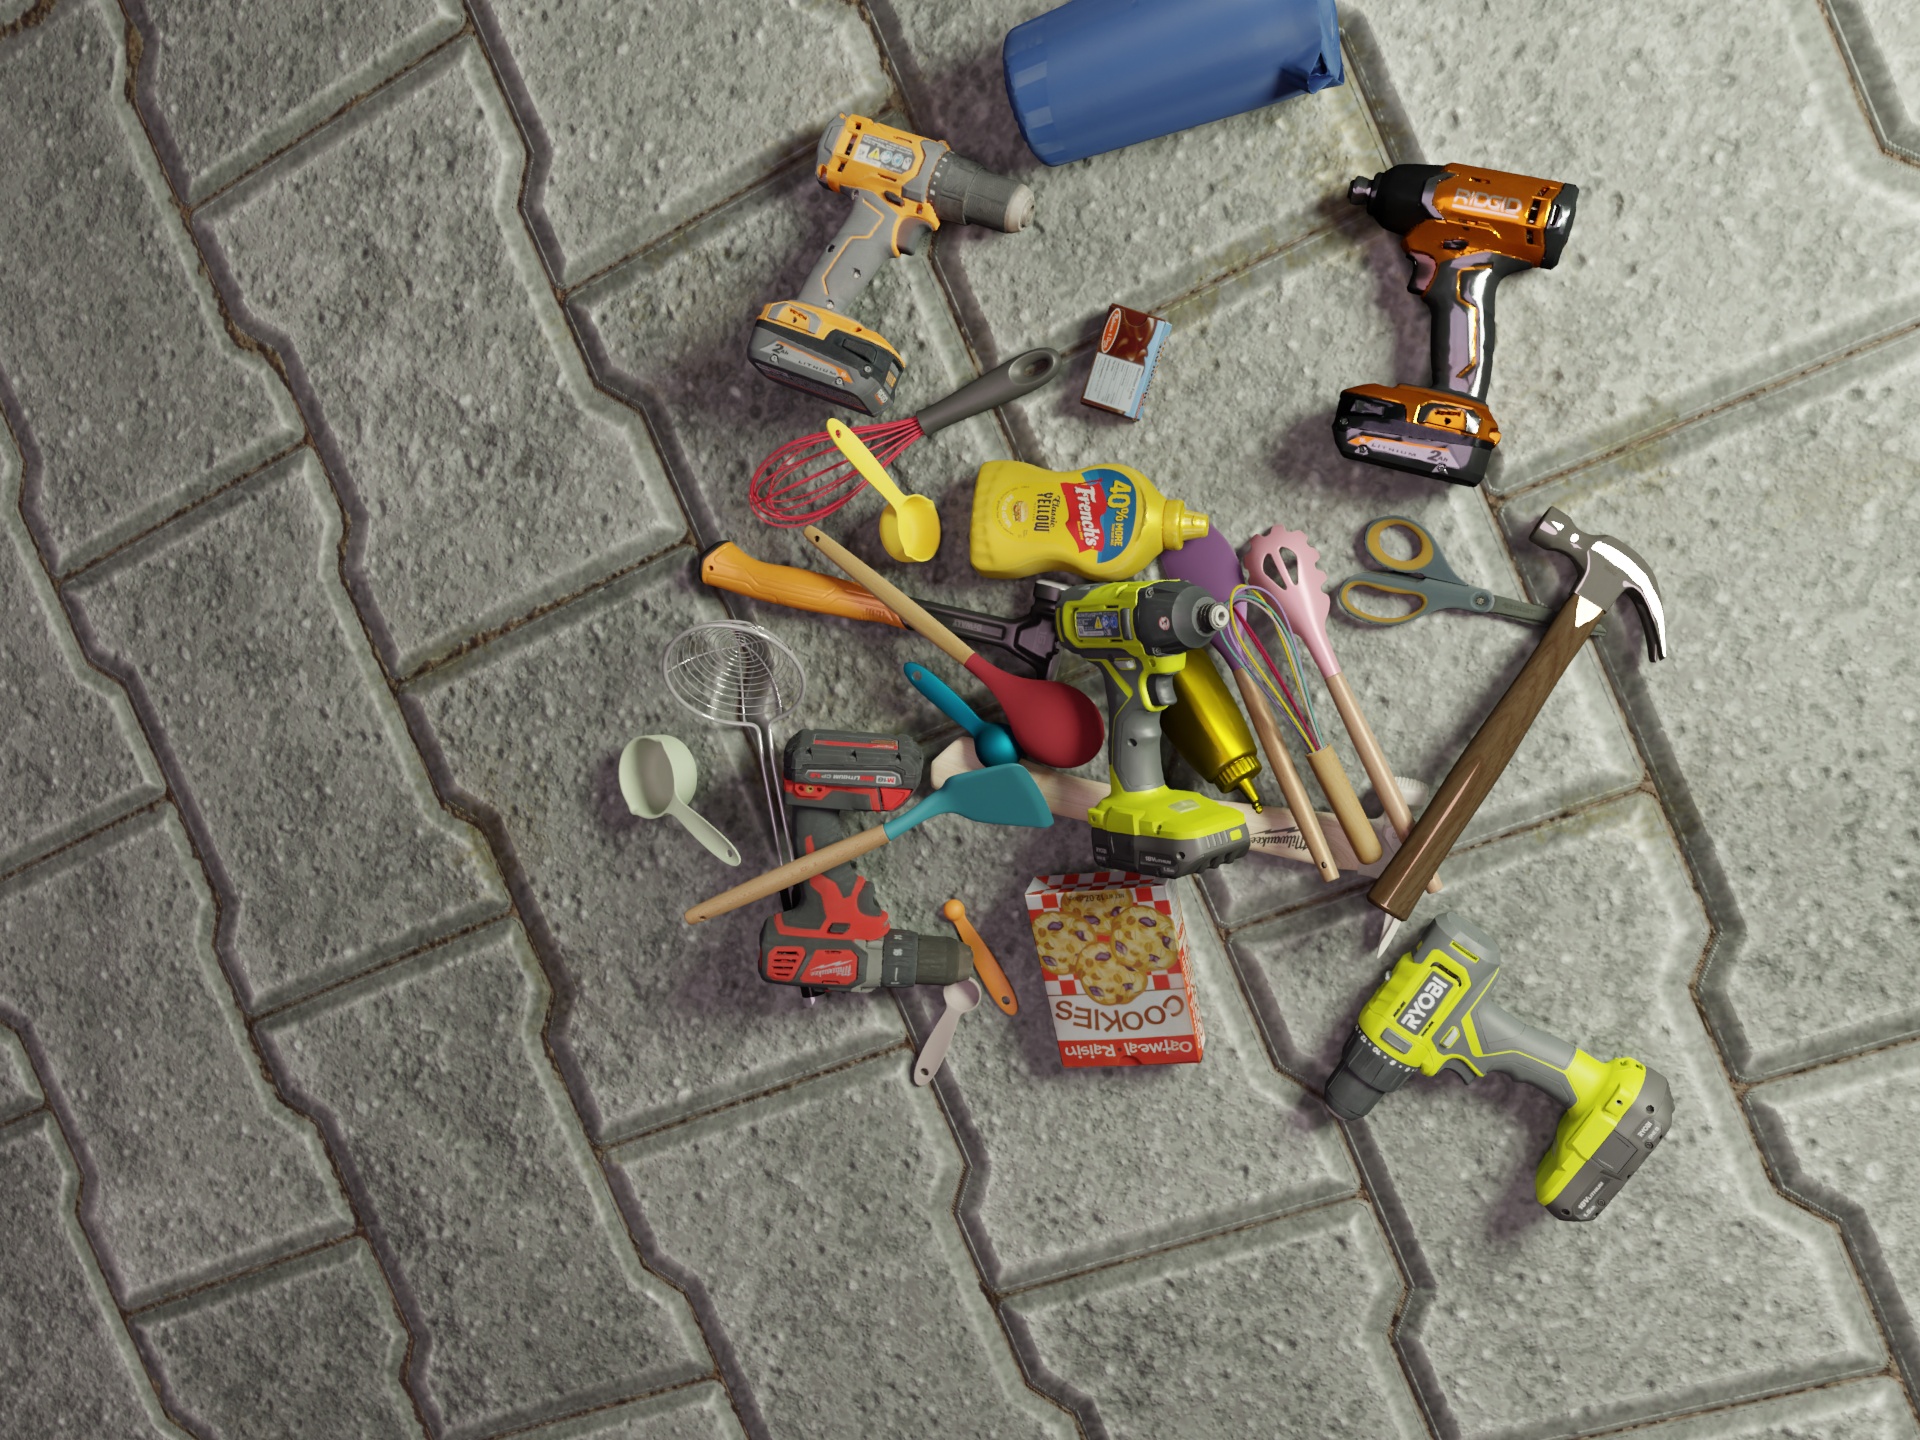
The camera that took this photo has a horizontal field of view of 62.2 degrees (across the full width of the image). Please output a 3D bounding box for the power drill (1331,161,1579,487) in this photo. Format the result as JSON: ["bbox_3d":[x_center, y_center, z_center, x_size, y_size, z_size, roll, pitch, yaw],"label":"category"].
[{"bbox_3d":[0.351,-0.303,1.197,0.164,0.084,0.226,17,99,14],"label":"power drill"}]

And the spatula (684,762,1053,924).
[{"bbox_3d":[-0.083,0.109,1.306,0.317,0.044,0.082,-24,133,6],"label":"spatula"}]

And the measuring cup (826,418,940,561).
[{"bbox_3d":[-0.071,-0.192,1.323,0.029,0.062,0.156,-5,139,40],"label":"measuring cup"}]

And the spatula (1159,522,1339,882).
[{"bbox_3d":[0.238,-0.019,1.281,0.060,0.018,0.316,-25,79,23],"label":"spatula"}]

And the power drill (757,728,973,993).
[{"bbox_3d":[-0.076,0.129,1.372,0.188,0.080,0.226,4,103,-4],"label":"power drill"}]

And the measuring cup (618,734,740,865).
[{"bbox_3d":[-0.243,0.076,1.437,0.168,0.038,0.083,39,117,26],"label":"measuring cup"}]

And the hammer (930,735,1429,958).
[{"bbox_3d":[0.172,0.088,1.336,0.411,0.038,0.146,10,103,16],"label":"hammer"}]

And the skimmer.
[{"bbox_3d":[-0.174,0.088,1.412,0.127,0.090,0.363,-9,96,16],"label":"skimmer"}]

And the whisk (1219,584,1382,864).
[{"bbox_3d":[0.267,0.005,1.244,0.051,0.047,0.245,-26,96,18],"label":"whisk"}]

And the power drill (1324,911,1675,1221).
[{"bbox_3d":[0.423,0.290,1.270,0.228,0.080,0.190,35,107,12],"label":"power drill"}]

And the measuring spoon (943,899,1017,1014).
[{"bbox_3d":[0.018,0.212,1.414,0.021,0.011,0.117,-31,89,19],"label":"measuring spoon"}]

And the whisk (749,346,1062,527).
[{"bbox_3d":[-0.050,-0.243,1.343,0.296,0.073,0.073,-24,91,13],"label":"whisk"}]

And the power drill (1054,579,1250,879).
[{"bbox_3d":[0.153,0.003,1.234,0.171,0.080,0.223,4,105,56],"label":"power drill"}]

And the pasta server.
[{"bbox_3d":[0.307,-0.011,1.257,0.060,0.040,0.316,-26,84,15],"label":"pasta server"}]

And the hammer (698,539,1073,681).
[{"bbox_3d":[-0.074,-0.092,1.384,0.337,0.034,0.127,14,101,15],"label":"hammer"}]

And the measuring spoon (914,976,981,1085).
[{"bbox_3d":[-0.014,0.279,1.436,0.034,0.018,0.124,26,112,5],"label":"measuring spoon"}]

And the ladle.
[{"bbox_3d":[-0.011,-0.068,1.337,0.315,0.031,0.069,38,99,11],"label":"ladle"}]

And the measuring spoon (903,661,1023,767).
[{"bbox_3d":[-0.002,-0.004,1.344,0.128,0.021,0.042,41,109,6],"label":"measuring spoon"}]

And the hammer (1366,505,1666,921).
[{"bbox_3d":[0.416,0.009,1.210,0.130,0.031,0.331,33,92,8],"label":"hammer"}]

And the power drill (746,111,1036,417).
[{"bbox_3d":[-0.056,-0.367,1.297,0.185,0.084,0.226,21,88,12],"label":"power drill"}]
